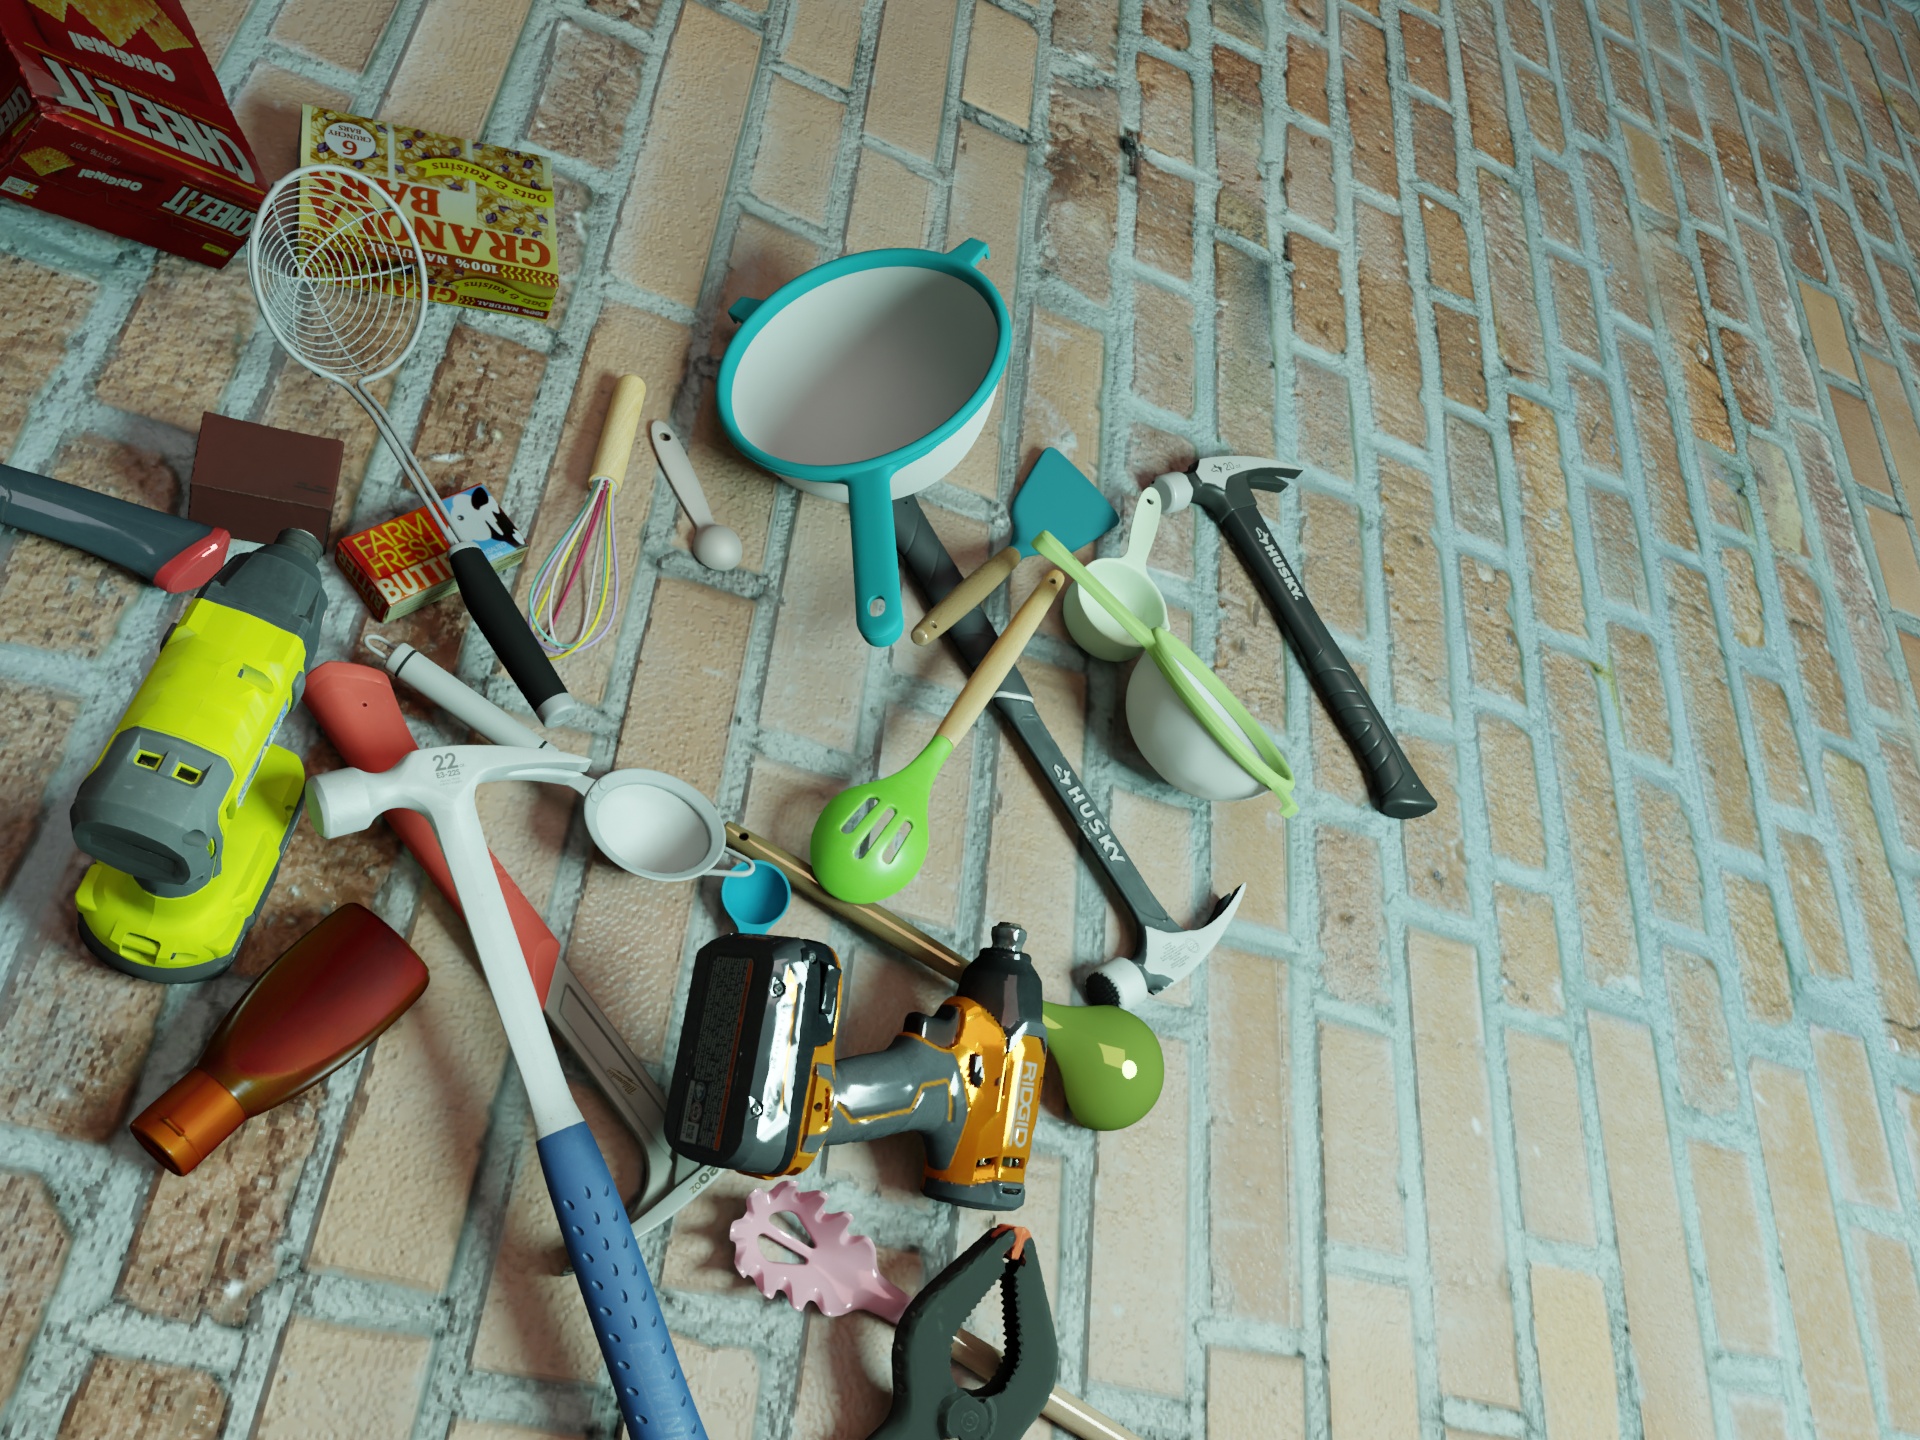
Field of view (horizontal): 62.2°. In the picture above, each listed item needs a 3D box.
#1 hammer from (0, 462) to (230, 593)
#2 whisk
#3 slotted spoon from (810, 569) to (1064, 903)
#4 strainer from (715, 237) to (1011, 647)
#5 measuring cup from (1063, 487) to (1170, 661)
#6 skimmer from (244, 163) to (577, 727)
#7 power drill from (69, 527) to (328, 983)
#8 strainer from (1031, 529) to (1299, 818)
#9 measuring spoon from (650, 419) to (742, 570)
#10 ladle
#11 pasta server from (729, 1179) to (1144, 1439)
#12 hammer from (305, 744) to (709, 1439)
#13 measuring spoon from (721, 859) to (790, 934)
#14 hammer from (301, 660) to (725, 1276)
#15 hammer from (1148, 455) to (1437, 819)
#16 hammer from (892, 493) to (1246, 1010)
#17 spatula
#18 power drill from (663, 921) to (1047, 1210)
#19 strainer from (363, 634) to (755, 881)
[{"bbox_3d":[-0.593,-0.158,0.850,0.386,0.038,0.143,16,55,-20],"label":"hammer"},{"bbox_3d":[-0.239,-0.137,1.031,0.051,0.047,0.245,26,48,-27],"label":"whisk"},{"bbox_3d":[-0.002,-0.003,1.048,0.070,0.031,0.314,33,52,2],"label":"slotted spoon"},{"bbox_3d":[-0.053,-0.173,1.086,0.211,0.095,0.341,-12,57,9],"label":"strainer"},{"bbox_3d":[0.124,-0.113,1.216,0.083,0.038,0.168,28,51,-11],"label":"measuring cup"},{"bbox_3d":[-0.309,-0.165,0.943,0.363,0.090,0.127,56,29,13],"label":"skimmer"},{"bbox_3d":[-0.355,0.022,0.756,0.080,0.223,0.171,23,54,-16],"label":"power drill"},{"bbox_3d":[0.127,-0.025,1.116,0.256,0.069,0.152,43,16,-14],"label":"strainer"},{"bbox_3d":[-0.182,-0.158,1.085,0.034,0.018,0.124,-17,71,-34],"label":"measuring spoon"},{"bbox_3d":[-0.012,0.154,0.991,0.320,0.062,0.078,31,61,-1],"label":"ladle"},{"bbox_3d":[0.007,0.351,0.882,0.316,0.040,0.060,34,70,-9],"label":"pasta server"},{"bbox_3d":[-0.201,0.197,0.810,0.144,0.035,0.406,-14,74,-34],"label":"hammer"},{"bbox_3d":[-0.127,0.147,0.944,0.042,0.021,0.129,9,68,-14],"label":"measuring spoon"},{"bbox_3d":[-0.257,0.119,0.873,0.149,0.036,0.359,-34,82,-36],"label":"hammer"},{"bbox_3d":[0.285,-0.070,1.279,0.146,0.035,0.335,-18,73,-34],"label":"hammer"},{"bbox_3d":[0.051,0.000,1.111,0.149,0.036,0.409,-22,75,-37],"label":"hammer"},{"bbox_3d":[0.033,-0.117,1.129,0.082,0.044,0.317,46,30,-3],"label":"spatula"},{"bbox_3d":[-0.040,0.178,0.875,0.226,0.084,0.164,20,73,-41],"label":"power drill"},{"bbox_3d":[-0.237,0.027,0.926,0.258,0.050,0.087,36,35,-7],"label":"strainer"}]
